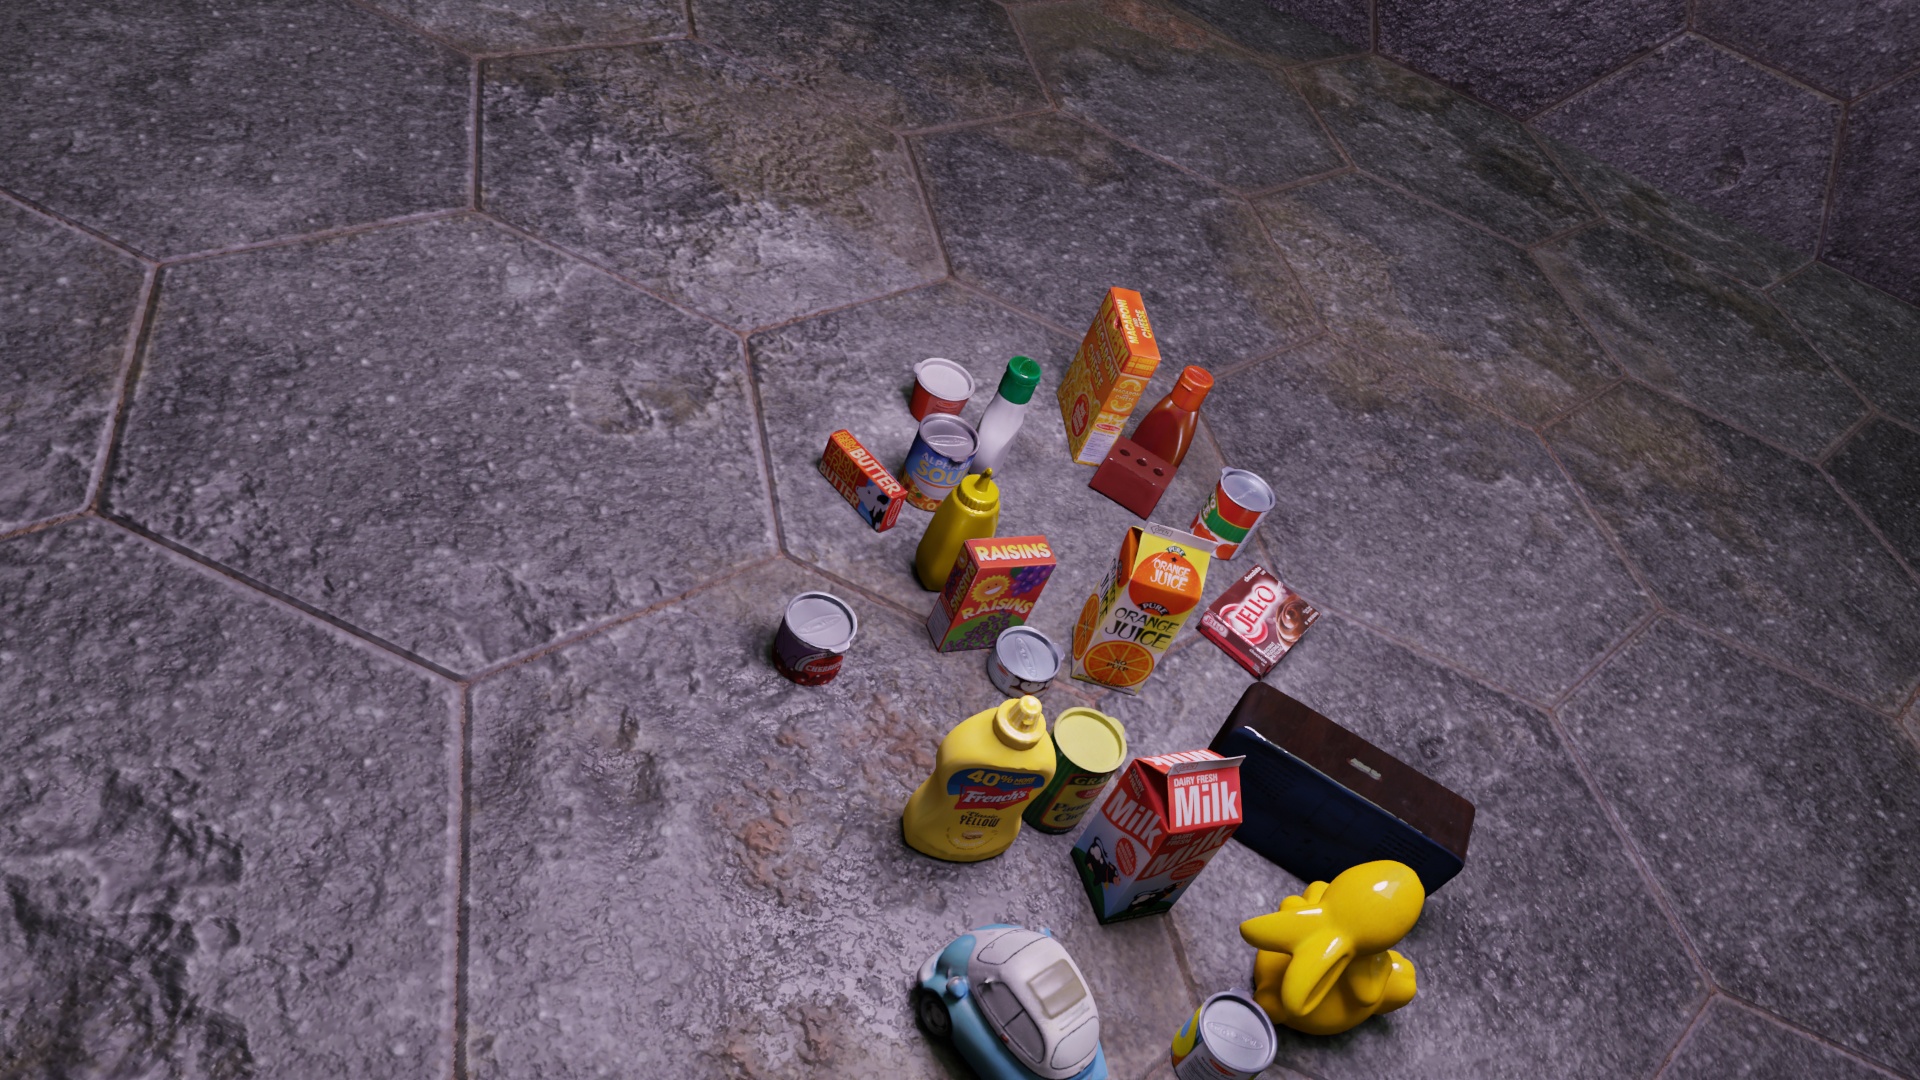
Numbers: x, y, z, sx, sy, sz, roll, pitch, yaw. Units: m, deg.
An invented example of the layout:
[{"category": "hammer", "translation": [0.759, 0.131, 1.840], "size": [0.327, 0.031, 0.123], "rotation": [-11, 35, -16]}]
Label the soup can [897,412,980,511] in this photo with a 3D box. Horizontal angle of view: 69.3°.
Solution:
[{"category": "soup can", "translation": [-0.023, -0.079, 1.452], "size": [0.071, 0.083, 0.072], "rotation": [13, 43, -13]}]

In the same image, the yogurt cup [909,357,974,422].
[{"category": "yogurt cup", "translation": [-0.024, -0.163, 1.558], "size": [0.072, 0.053, 0.073], "rotation": [13, 43, -13]}]

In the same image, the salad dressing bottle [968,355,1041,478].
[{"category": "salad dressing bottle", "translation": [0.045, -0.132, 1.489], "size": [0.044, 0.146, 0.064], "rotation": [29, 42, 4]}]

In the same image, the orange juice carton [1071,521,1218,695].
[{"category": "orange juice carton", "translation": [0.174, 0.056, 1.327], "size": [0.072, 0.191, 0.073], "rotation": [17, 43, -9]}]

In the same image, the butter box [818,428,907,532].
[{"category": "butter box", "translation": [-0.101, -0.062, 1.421], "size": [0.024, 0.052, 0.104], "rotation": [-24, 61, -40]}]

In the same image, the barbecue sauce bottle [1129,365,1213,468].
[{"category": "barbecue sauce bottle", "translation": [0.240, -0.132, 1.580], "size": [0.065, 0.147, 0.044], "rotation": [42, 45, 18]}]

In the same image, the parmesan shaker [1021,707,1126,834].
[{"category": "parmesan shaker", "translation": [0.096, 0.201, 1.212], "size": [0.071, 0.102, 0.072], "rotation": [13, 43, -13]}]

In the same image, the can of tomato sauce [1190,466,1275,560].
[{"category": "can of tomato sauce", "translation": [0.302, -0.030, 1.556], "size": [0.071, 0.082, 0.071], "rotation": [13, 43, -13]}]

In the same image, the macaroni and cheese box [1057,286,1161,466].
[{"category": "macaroni and cheese box", "translation": [0.166, -0.186, 1.587], "size": [0.040, 0.165, 0.124], "rotation": [8, 45, -18]}]

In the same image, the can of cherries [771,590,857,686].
[{"category": "can of cherries", "translation": [-0.131, 0.090, 1.250], "size": [0.071, 0.058, 0.072], "rotation": [13, 43, -13]}]

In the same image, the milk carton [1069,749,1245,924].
[{"category": "milk carton", "translation": [0.166, 0.235, 1.146], "size": [0.072, 0.189, 0.074], "rotation": [-2, 49, -27]}]

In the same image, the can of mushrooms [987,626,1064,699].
[{"category": "can of mushrooms", "translation": [0.063, 0.118, 1.332], "size": [0.071, 0.033, 0.071], "rotation": [13, 43, -13]}]

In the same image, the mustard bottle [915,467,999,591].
[{"category": "mustard bottle", "translation": [0.005, -0.017, 1.346], "size": [0.065, 0.159, 0.049], "rotation": [-7, 51, -30]}]

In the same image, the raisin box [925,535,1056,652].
[{"category": "raisin box", "translation": [0.029, 0.050, 1.317], "size": [0.086, 0.122, 0.040], "rotation": [-2, 49, -27]}]

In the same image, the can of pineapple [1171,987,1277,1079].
[{"category": "can of pineapple", "translation": [0.209, 0.399, 1.099], "size": [0.071, 0.057, 0.071], "rotation": [13, 43, -13]}]
